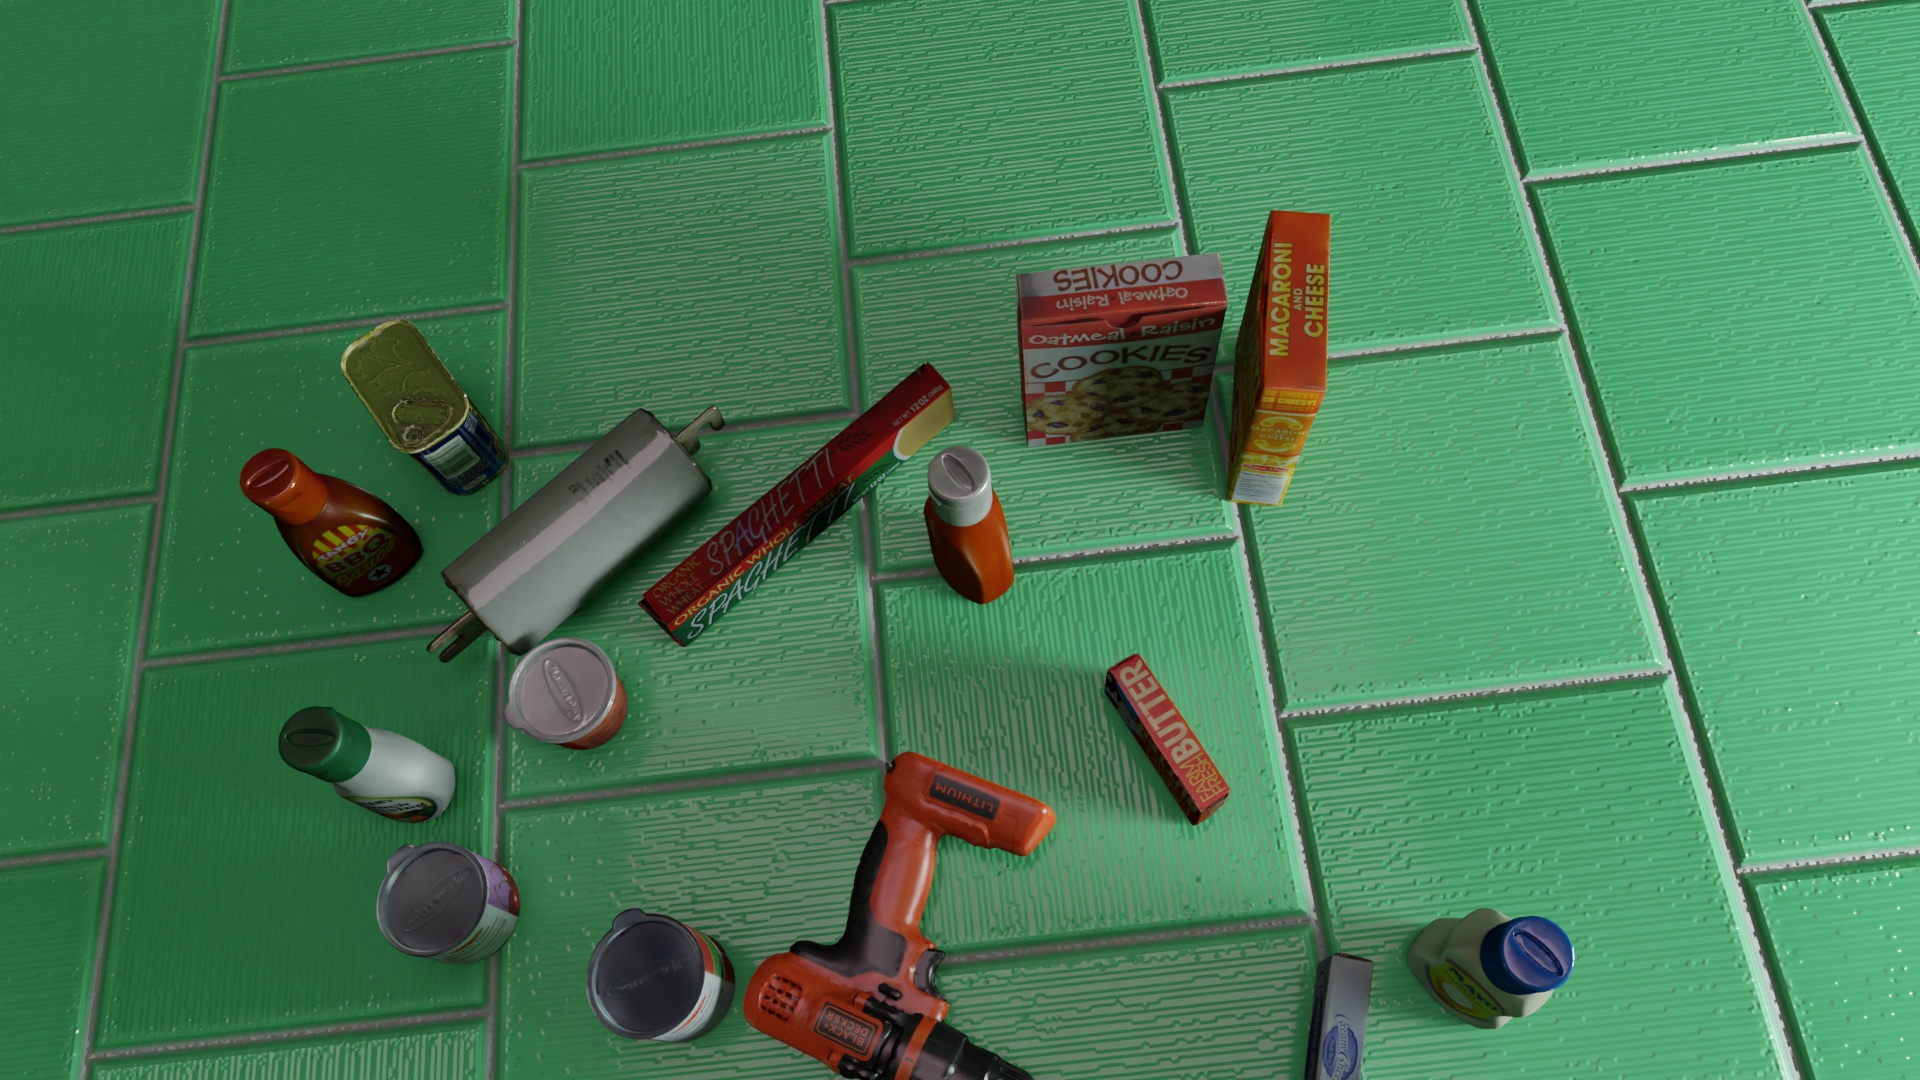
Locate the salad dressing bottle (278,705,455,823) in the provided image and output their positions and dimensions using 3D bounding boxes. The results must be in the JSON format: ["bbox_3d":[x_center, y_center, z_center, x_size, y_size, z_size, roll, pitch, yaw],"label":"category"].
[{"bbox_3d":[-0.353,0.134,0.828,0.064,0.147,0.044,1,68,4],"label":"salad dressing bottle"}]

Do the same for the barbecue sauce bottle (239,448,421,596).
[{"bbox_3d":[-0.406,-0.013,0.892,0.065,0.148,0.044,-34,70,-9],"label":"barbecue sauce bottle"}]

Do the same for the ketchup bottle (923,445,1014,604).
[{"bbox_3d":[0.003,-0.011,0.863,0.043,0.148,0.065,-37,70,-10],"label":"ketchup bottle"}]

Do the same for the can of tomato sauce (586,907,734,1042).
[{"bbox_3d":[-0.172,0.253,0.803,0.071,0.082,0.071,-1,68,3],"label":"can of tomato sauce"}]

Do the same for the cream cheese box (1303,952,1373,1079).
[{"bbox_3d":[0.210,0.288,0.779,0.024,0.053,0.104,10,69,8],"label":"cream cheese box"}]

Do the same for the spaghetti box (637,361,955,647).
[{"bbox_3d":[-0.104,-0.024,0.929,0.250,0.050,0.029,-41,71,-12],"label":"spaghetti box"}]

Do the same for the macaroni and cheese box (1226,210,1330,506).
[{"bbox_3d":[0.199,-0.110,0.881,0.040,0.166,0.124,5,69,6],"label":"macaroni and cheese box"}]

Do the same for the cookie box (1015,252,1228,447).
[{"bbox_3d":[0.100,-0.117,0.890,0.123,0.167,0.040,-6,68,1],"label":"cookie box"}]

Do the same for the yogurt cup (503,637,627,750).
[{"bbox_3d":[-0.246,0.101,0.885,0.072,0.053,0.072,-1,68,3],"label":"yogurt cup"}]

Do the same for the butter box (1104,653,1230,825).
[{"bbox_3d":[0.126,0.122,0.852,0.024,0.053,0.104,-30,69,-8],"label":"butter box"}]

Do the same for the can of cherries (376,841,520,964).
[{"bbox_3d":[-0.309,0.218,0.840,0.071,0.058,0.072,-1,68,3],"label":"can of cherries"}]

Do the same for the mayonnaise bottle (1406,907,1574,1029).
[{"bbox_3d":[0.286,0.228,0.747,0.041,0.147,0.065,-42,71,-12],"label":"mayonnaise bottle"}]
